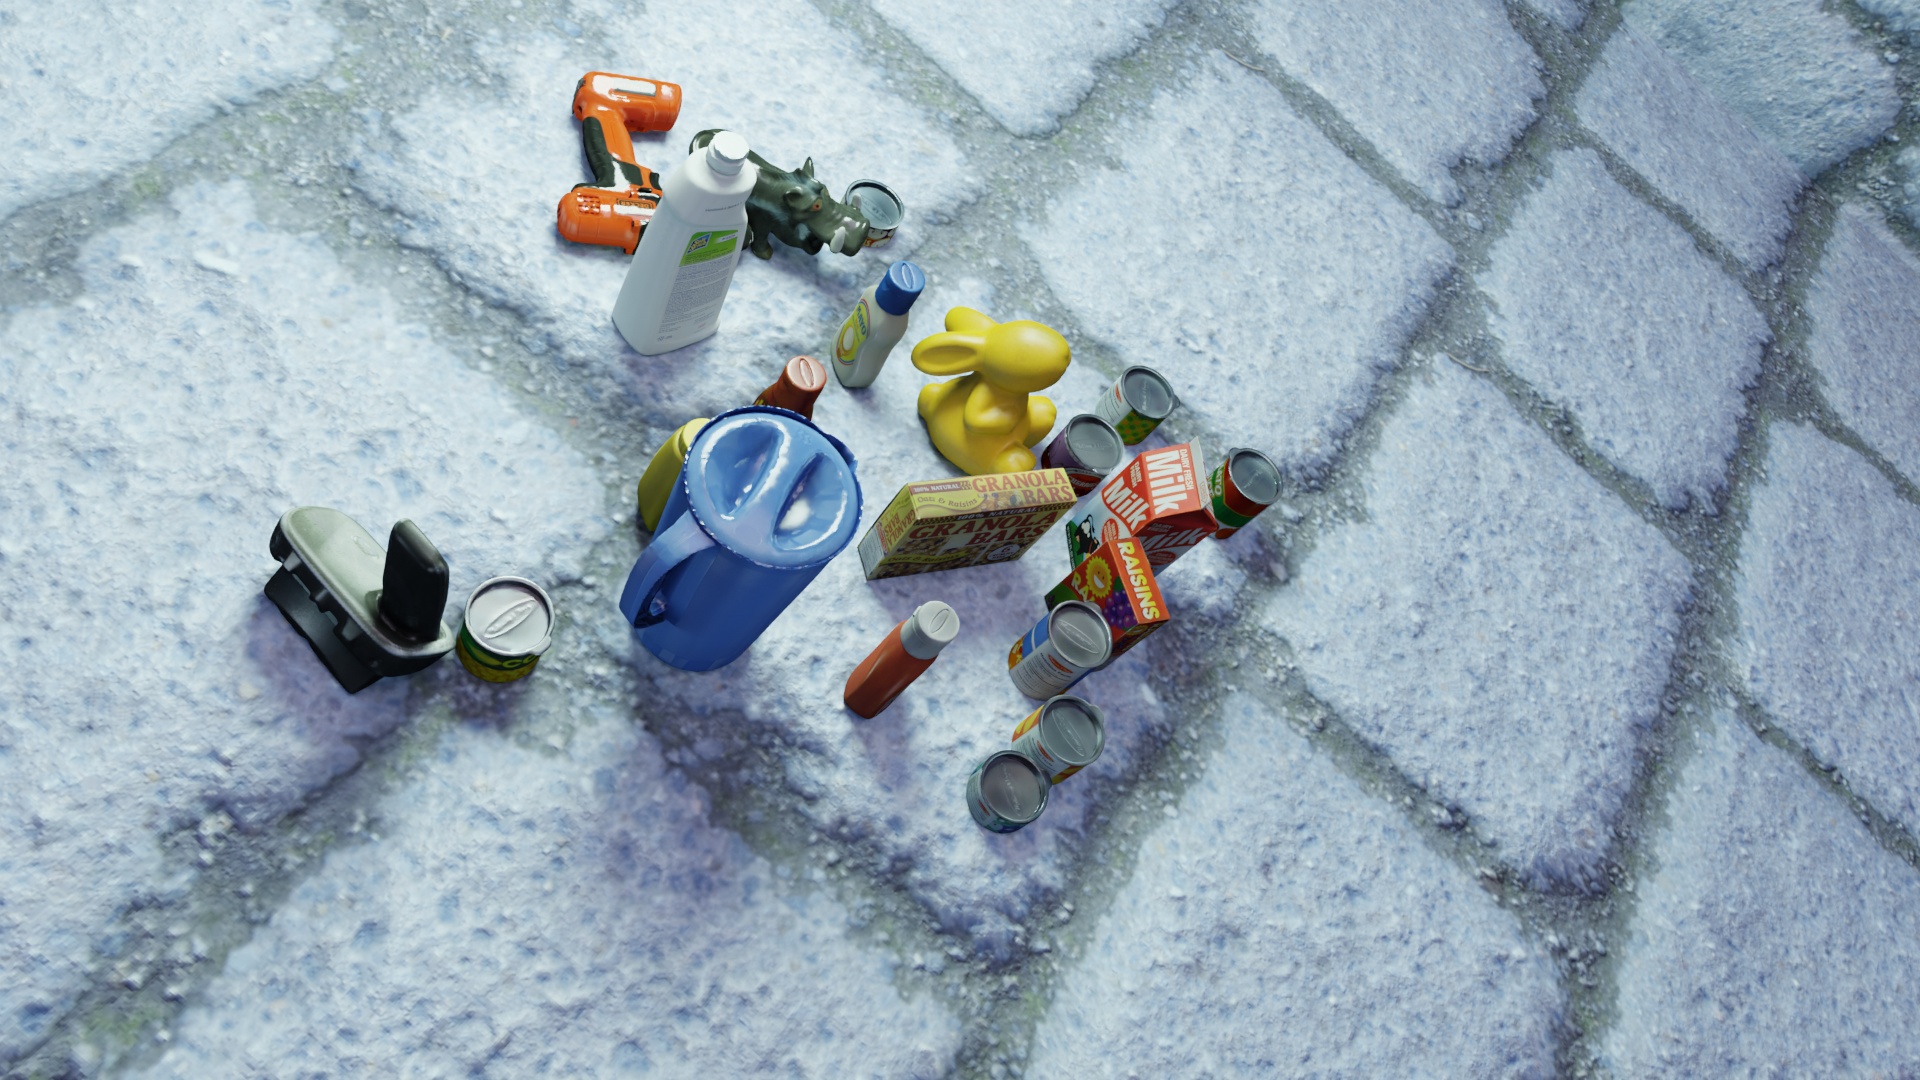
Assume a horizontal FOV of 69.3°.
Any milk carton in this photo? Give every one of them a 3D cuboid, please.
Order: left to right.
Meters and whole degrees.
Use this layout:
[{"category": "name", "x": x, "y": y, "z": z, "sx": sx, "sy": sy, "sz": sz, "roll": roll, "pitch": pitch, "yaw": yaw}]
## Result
[{"category": "milk carton", "x": 0.178, "y": -0.023, "z": 1.314, "sx": 0.073, "sy": 0.189, "sz": 0.072, "roll": 7, "pitch": 60, "yaw": -24}]

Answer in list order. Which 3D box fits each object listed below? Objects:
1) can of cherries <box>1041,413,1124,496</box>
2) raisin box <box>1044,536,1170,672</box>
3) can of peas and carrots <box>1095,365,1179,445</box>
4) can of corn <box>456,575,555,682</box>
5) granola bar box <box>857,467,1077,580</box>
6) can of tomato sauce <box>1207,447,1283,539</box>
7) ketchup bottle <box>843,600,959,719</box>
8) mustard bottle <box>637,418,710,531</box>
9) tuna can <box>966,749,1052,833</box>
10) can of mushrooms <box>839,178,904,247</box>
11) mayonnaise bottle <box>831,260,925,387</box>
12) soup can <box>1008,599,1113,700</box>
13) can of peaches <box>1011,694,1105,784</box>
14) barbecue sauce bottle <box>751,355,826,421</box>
[{"category": "can of cherries", "x": 0.123, "y": -0.083, "z": 1.404, "sx": 0.071, "sy": 0.058, "sz": 0.072, "roll": 13, "pitch": 58, "yaw": -21}, {"category": "raisin box", "x": 0.134, "y": 0.062, "z": 1.285, "sx": 0.040, "sy": 0.122, "sz": 0.086, "roll": -5, "pitch": 66, "yaw": -30}, {"category": "can of peas and carrots", "x": 0.187, "y": -0.142, "z": 1.470, "sx": 0.071, "sy": 0.058, "sz": 0.071, "roll": 13, "pitch": 58, "yaw": -21}, {"category": "can of corn", "x": -0.349, "y": 0.071, "z": 1.069, "sx": 0.071, "sy": 0.058, "sz": 0.071, "roll": 13, "pitch": 58, "yaw": -21}, {"category": "granola bar box", "x": 0.005, "y": -0.016, "z": 1.262, "sx": 0.166, "sy": 0.123, "sz": 0.039, "roll": -7, "pitch": 67, "yaw": -30}, {"category": "can of tomato sauce", "x": 0.284, "y": -0.049, "z": 1.452, "sx": 0.071, "sy": 0.082, "sz": 0.071, "roll": 13, "pitch": 58, "yaw": -21}, {"category": "ketchup bottle", "x": -0.048, "y": 0.096, "z": 1.154, "sx": 0.043, "sy": 0.148, "sz": 0.065, "roll": 39, "pitch": 52, "yaw": -2}, {"category": "mustard bottle", "x": -0.222, "y": -0.060, "z": 1.147, "sx": 0.065, "sy": 0.159, "sz": 0.049, "roll": -9, "pitch": 68, "yaw": -31}, {"category": "tuna can", "x": 0.042, "y": 0.218, "z": 1.204, "sx": 0.071, "sy": 0.032, "sz": 0.071, "roll": 13, "pitch": 58, "yaw": -21}, {"category": "can of mushrooms", "x": -0.096, "y": -0.341, "z": 1.454, "sx": 0.071, "sy": 0.033, "sz": 0.071, "roll": 13, "pitch": 58, "yaw": -21}, {"category": "mayonnaise bottle", "x": -0.078, "y": -0.207, "z": 1.313, "sx": 0.041, "sy": 0.147, "sz": 0.065, "roll": -1, "pitch": 64, "yaw": -28}, {"category": "soup can", "x": 0.091, "y": 0.099, "z": 1.266, "sx": 0.071, "sy": 0.083, "sz": 0.071, "roll": 13, "pitch": 58, "yaw": -21}, {"category": "can of peaches", "x": 0.088, "y": 0.177, "z": 1.235, "sx": 0.071, "sy": 0.057, "sz": 0.071, "roll": 13, "pitch": 58, "yaw": -21}, {"category": "barbecue sauce bottle", "x": -0.158, "y": -0.107, "z": 1.214, "sx": 0.044, "sy": 0.147, "sz": 0.065, "roll": -5, "pitch": 66, "yaw": -30}]
